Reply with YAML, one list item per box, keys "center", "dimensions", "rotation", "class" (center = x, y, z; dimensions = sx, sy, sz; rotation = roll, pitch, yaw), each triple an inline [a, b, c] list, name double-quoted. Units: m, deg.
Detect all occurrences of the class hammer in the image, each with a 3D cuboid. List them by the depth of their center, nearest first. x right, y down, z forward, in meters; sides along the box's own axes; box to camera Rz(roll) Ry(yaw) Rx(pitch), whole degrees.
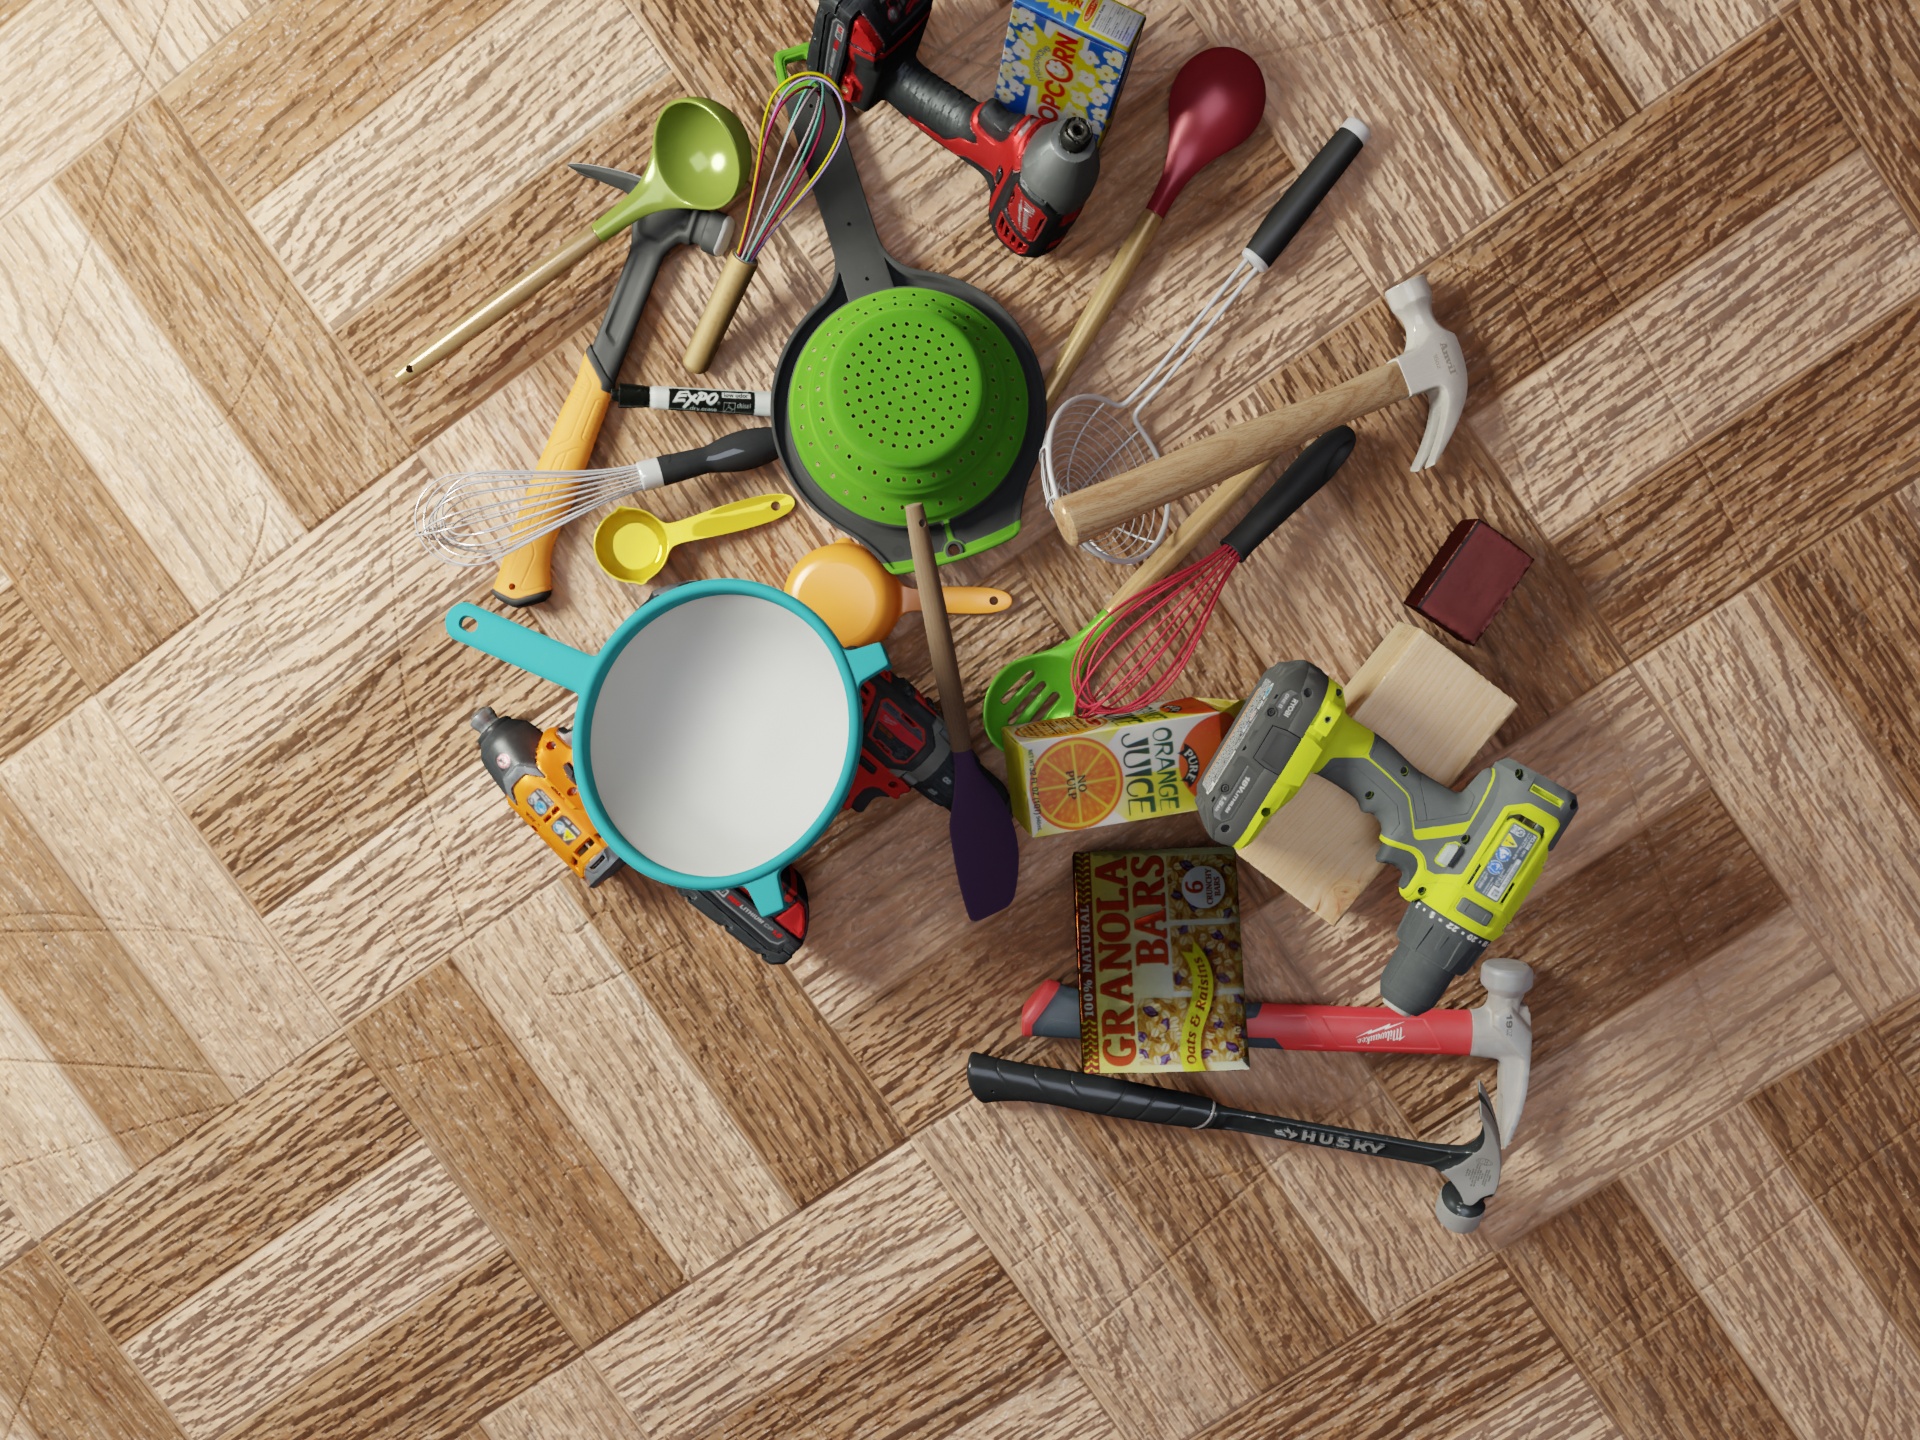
- center: [0.217, -0.199, 1.129]
  dimensions: [0.331, 0.031, 0.130]
  rotation: [-25, 94, -13]
  class: "hammer"
- center: [-0.290, -0.247, 1.207]
  dimensions: [0.127, 0.034, 0.337]
  rotation: [23, 98, 0]
  class: "hammer"
- center: [0.206, 0.303, 1.216]
  dimensions: [0.409, 0.036, 0.149]
  rotation: [8, 131, 8]
  class: "hammer"
- center: [0.240, 0.251, 1.228]
  dimensions: [0.386, 0.038, 0.143]
  rotation: [1, 98, 4]
  class: "hammer"

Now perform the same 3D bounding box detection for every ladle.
- center: [-0.287, -0.338, 1.151]
  dimensions: [0.320, 0.062, 0.078]
  rotation: [-33, 101, 9]
  class: "ladle"
- center: [0.128, -0.351, 1.172]
  dimensions: [0.069, 0.031, 0.315]
  rotation: [30, 99, -1]
  class: "ladle"

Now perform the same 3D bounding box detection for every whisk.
- center: [-0.149, -0.353, 1.139]
  dimensions: [0.245, 0.047, 0.051]
  rotation: [-56, 50, 34]
  class: "whisk"
- center: [0.186, -0.110, 1.167]
  dimensions: [0.073, 0.073, 0.296]
  rotation: [44, 86, -2]
  class: "whisk"
- center: [-0.261, -0.174, 1.176]
  dimensions: [0.284, 0.070, 0.070]
  rotation: [-17, 96, -12]
  class: "whisk"

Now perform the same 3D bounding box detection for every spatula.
- center: [-0.002, -0.004, 1.159]
  dimensions: [0.060, 0.018, 0.315]
  rotation: [-23, 110, -32]
  class: "spatula"

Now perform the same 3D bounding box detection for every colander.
- center: [-0.063, -0.307, 1.138]
  dimensions: [0.204, 0.094, 0.397]
  rotation: [-18, 90, -1]
  class: "colander"

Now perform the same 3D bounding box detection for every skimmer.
- center: [0.188, -0.277, 1.143]
  dimensions: [0.127, 0.090, 0.363]
  rotation: [35, 97, -29]
  class: "skimmer"

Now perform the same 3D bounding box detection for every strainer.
- center: [-0.209, -0.009, 1.123]
  dimensions: [0.340, 0.095, 0.211]
  rotation: [22, 88, 20]
  class: "strainer"

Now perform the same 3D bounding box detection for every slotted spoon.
- center: [0.133, -0.097, 1.200]
  dimensions: [0.070, 0.031, 0.314]
  rotation: [42, 96, -12]
  class: "slotted spoon"

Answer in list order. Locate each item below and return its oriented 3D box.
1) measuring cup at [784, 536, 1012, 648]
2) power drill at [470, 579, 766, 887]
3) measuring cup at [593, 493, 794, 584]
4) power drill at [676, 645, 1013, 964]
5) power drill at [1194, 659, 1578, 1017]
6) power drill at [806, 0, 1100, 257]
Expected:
- center: [-0.049, -0.090, 1.199]
  dimensions: [0.173, 0.052, 0.095]
  rotation: [1, 97, 6]
  class: "measuring cup"
- center: [-0.259, -0.003, 1.213]
  dimensions: [0.226, 0.084, 0.164]
  rotation: [-44, 92, 11]
  class: "power drill"
- center: [-0.203, -0.147, 1.223]
  dimensions: [0.156, 0.029, 0.062]
  rotation: [-16, 93, -6]
  class: "measuring cup"
- center: [-0.087, 0.077, 1.203]
  dimensions: [0.187, 0.080, 0.226]
  rotation: [41, 97, -21]
  class: "power drill"
- center: [0.281, 0.080, 1.096]
  dimensions: [0.228, 0.080, 0.190]
  rotation: [30, 98, -1]
  class: "power drill"
- center: [0.003, -0.430, 1.106]
  dimensions: [0.219, 0.143, 0.078]
  rotation: [41, 76, -4]
  class: "power drill"
